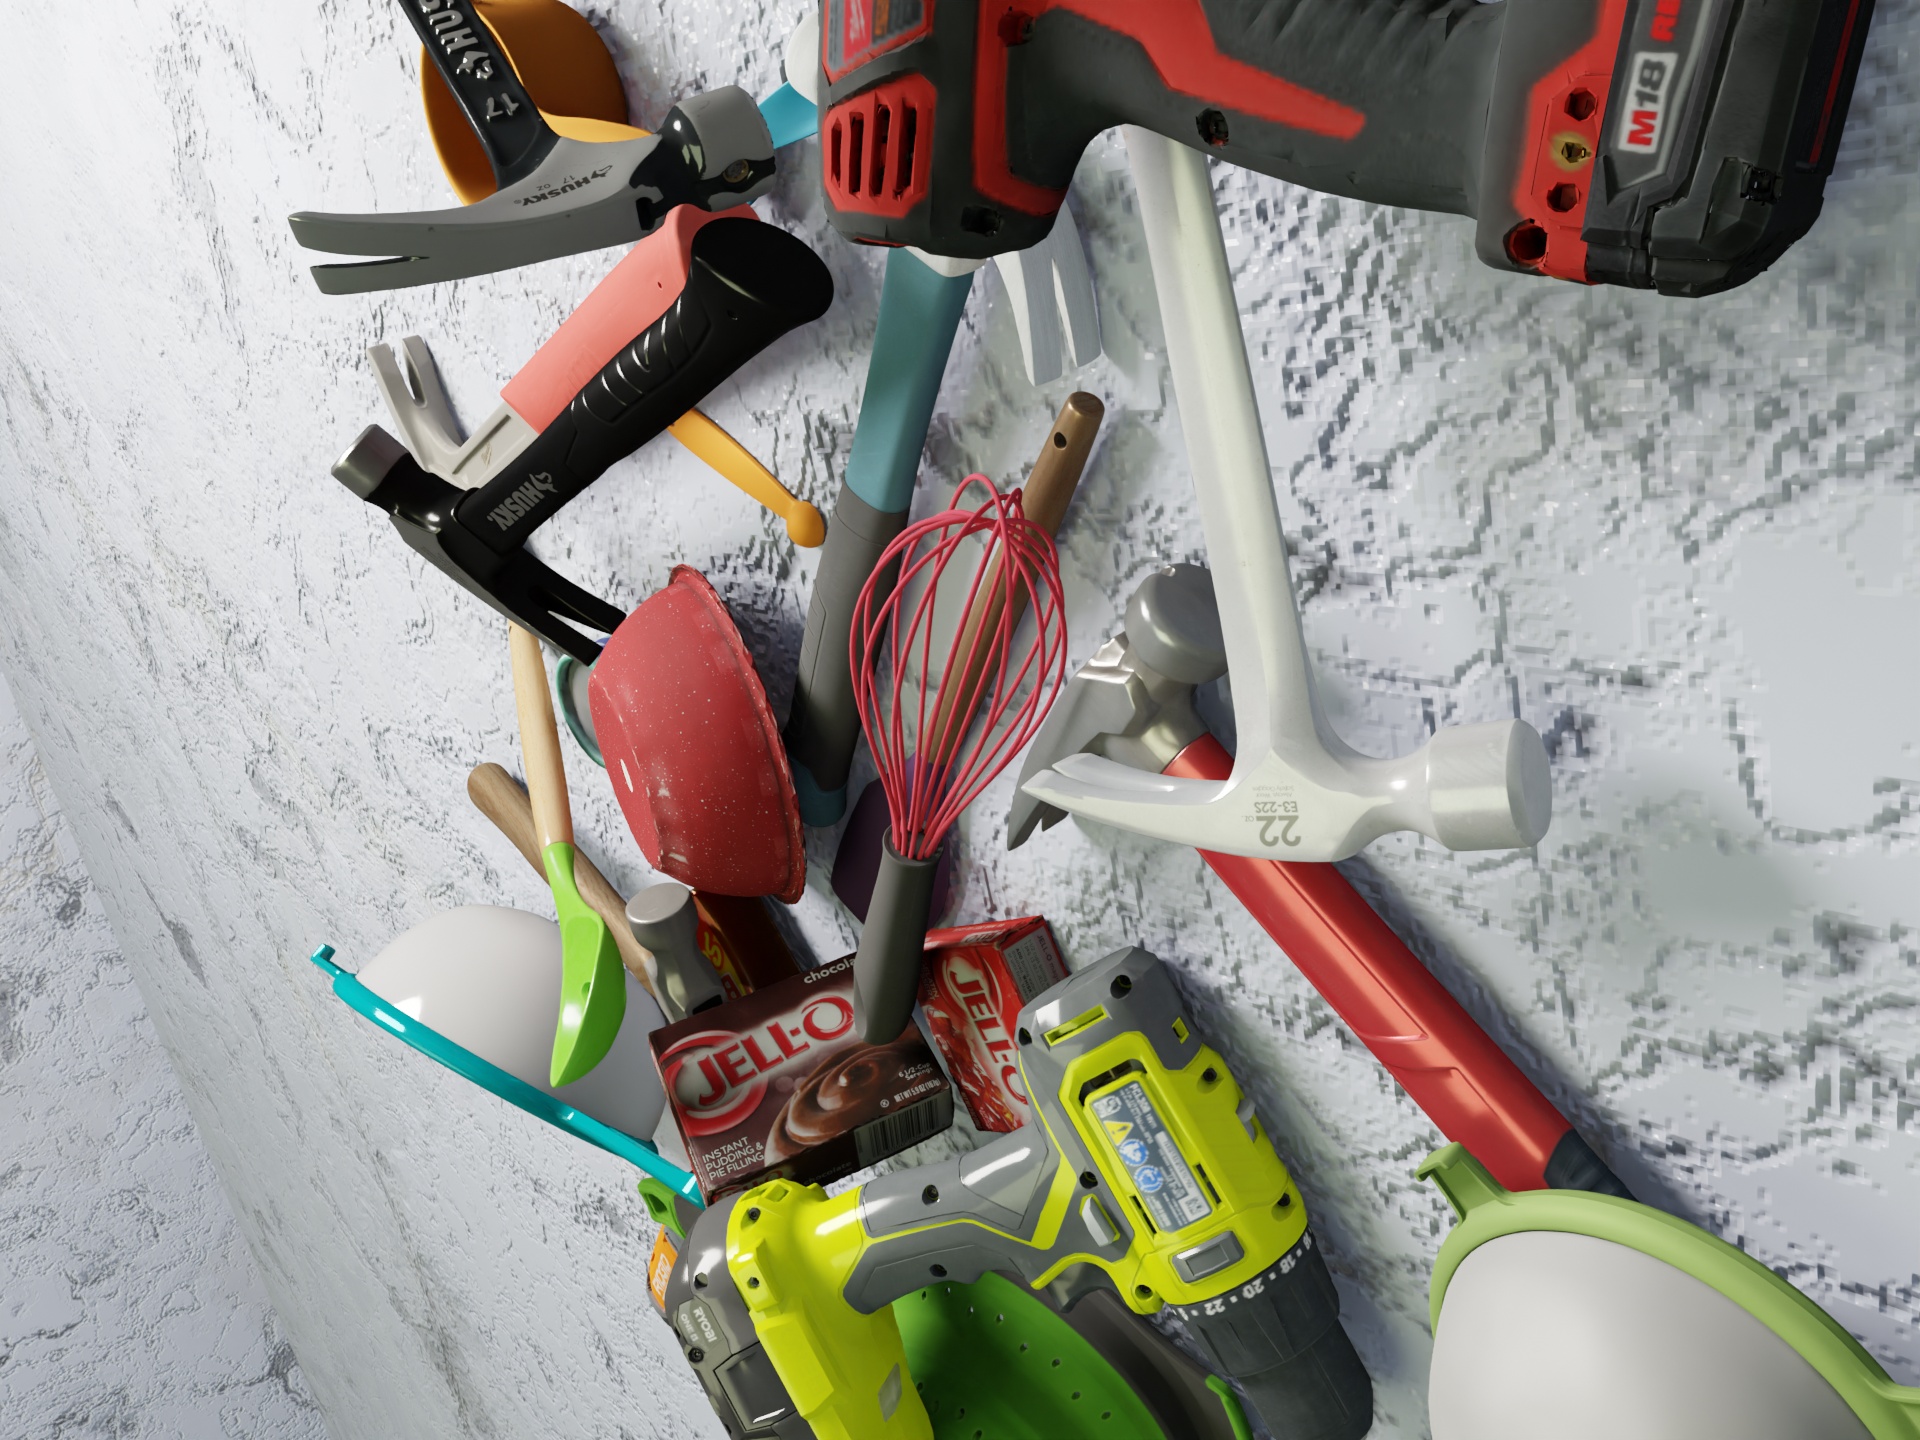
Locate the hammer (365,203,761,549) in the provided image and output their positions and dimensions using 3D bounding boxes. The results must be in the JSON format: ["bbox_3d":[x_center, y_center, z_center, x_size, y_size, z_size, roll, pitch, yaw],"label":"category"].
[{"bbox_3d":[-0.184,-0.157,0.711,0.359,0.036,0.149,-15,100,57],"label":"hammer"}]

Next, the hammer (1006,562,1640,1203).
[{"bbox_3d":[0.160,0.132,0.488,0.386,0.038,0.143,50,143,17],"label":"hammer"}]

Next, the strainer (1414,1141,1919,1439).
[{"bbox_3d":[0.183,0.254,0.448,0.152,0.069,0.256,20,127,45],"label":"strainer"}]

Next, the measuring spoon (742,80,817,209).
[{"bbox_3d":[-0.053,-0.214,0.554,0.128,0.021,0.042,-8,117,43],"label":"measuring spoon"}]

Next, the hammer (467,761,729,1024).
[{"bbox_3d":[-0.203,0.092,0.861,0.332,0.031,0.130,28,139,52],"label":"hammer"}]

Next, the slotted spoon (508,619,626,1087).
[{"bbox_3d":[-0.197,0.045,0.773,0.070,0.031,0.314,-61,35,32],"label":"slotted spoon"}]

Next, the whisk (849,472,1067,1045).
[{"bbox_3d":[-0.015,0.033,0.583,0.073,0.073,0.295,42,142,26],"label":"whisk"}]

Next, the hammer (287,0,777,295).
[{"bbox_3d":[-0.220,-0.297,0.596,0.409,0.149,0.036,56,163,30],"label":"hammer"}]

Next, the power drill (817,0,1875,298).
[{"bbox_3d":[0.066,-0.184,0.326,0.227,0.080,0.187,17,115,30],"label":"power drill"}]

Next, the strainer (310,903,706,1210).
[{"bbox_3d":[-0.207,0.176,0.883,0.340,0.095,0.210,10,156,49],"label":"strainer"}]

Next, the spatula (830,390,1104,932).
[{"bbox_3d":[-0.001,-0.002,0.616,0.060,0.018,0.315,43,141,18],"label":"spatula"}]

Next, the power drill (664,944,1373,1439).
[{"bbox_3d":[0.023,0.217,0.598,0.228,0.080,0.190,-31,86,15],"label":"power drill"}]

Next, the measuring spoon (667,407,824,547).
[{"bbox_3d":[-0.098,-0.107,0.673,0.117,0.011,0.021,40,138,28],"label":"measuring spoon"}]

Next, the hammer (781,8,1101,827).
[{"bbox_3d":[-0.034,-0.077,0.592,0.128,0.033,0.330,41,140,21],"label":"hammer"}]

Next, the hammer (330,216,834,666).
[{"bbox_3d":[-0.145,-0.109,0.637,0.146,0.035,0.335,42,149,-20],"label":"hammer"}]

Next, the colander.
[{"bbox_3d":[-0.049,0.311,0.760,0.397,0.094,0.204,8,126,40],"label":"colander"}]

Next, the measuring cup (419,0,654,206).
[{"bbox_3d":[-0.144,-0.232,0.619,0.174,0.052,0.095,26,130,37],"label":"measuring cup"}]

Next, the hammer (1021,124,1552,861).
[{"bbox_3d":[0.046,-0.155,0.414,0.144,0.035,0.405,-7,102,33],"label":"hammer"}]

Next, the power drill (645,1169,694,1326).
[{"bbox_3d":[-0.111,0.392,0.947,0.227,0.084,0.164,50,142,24],"label":"power drill"}]
